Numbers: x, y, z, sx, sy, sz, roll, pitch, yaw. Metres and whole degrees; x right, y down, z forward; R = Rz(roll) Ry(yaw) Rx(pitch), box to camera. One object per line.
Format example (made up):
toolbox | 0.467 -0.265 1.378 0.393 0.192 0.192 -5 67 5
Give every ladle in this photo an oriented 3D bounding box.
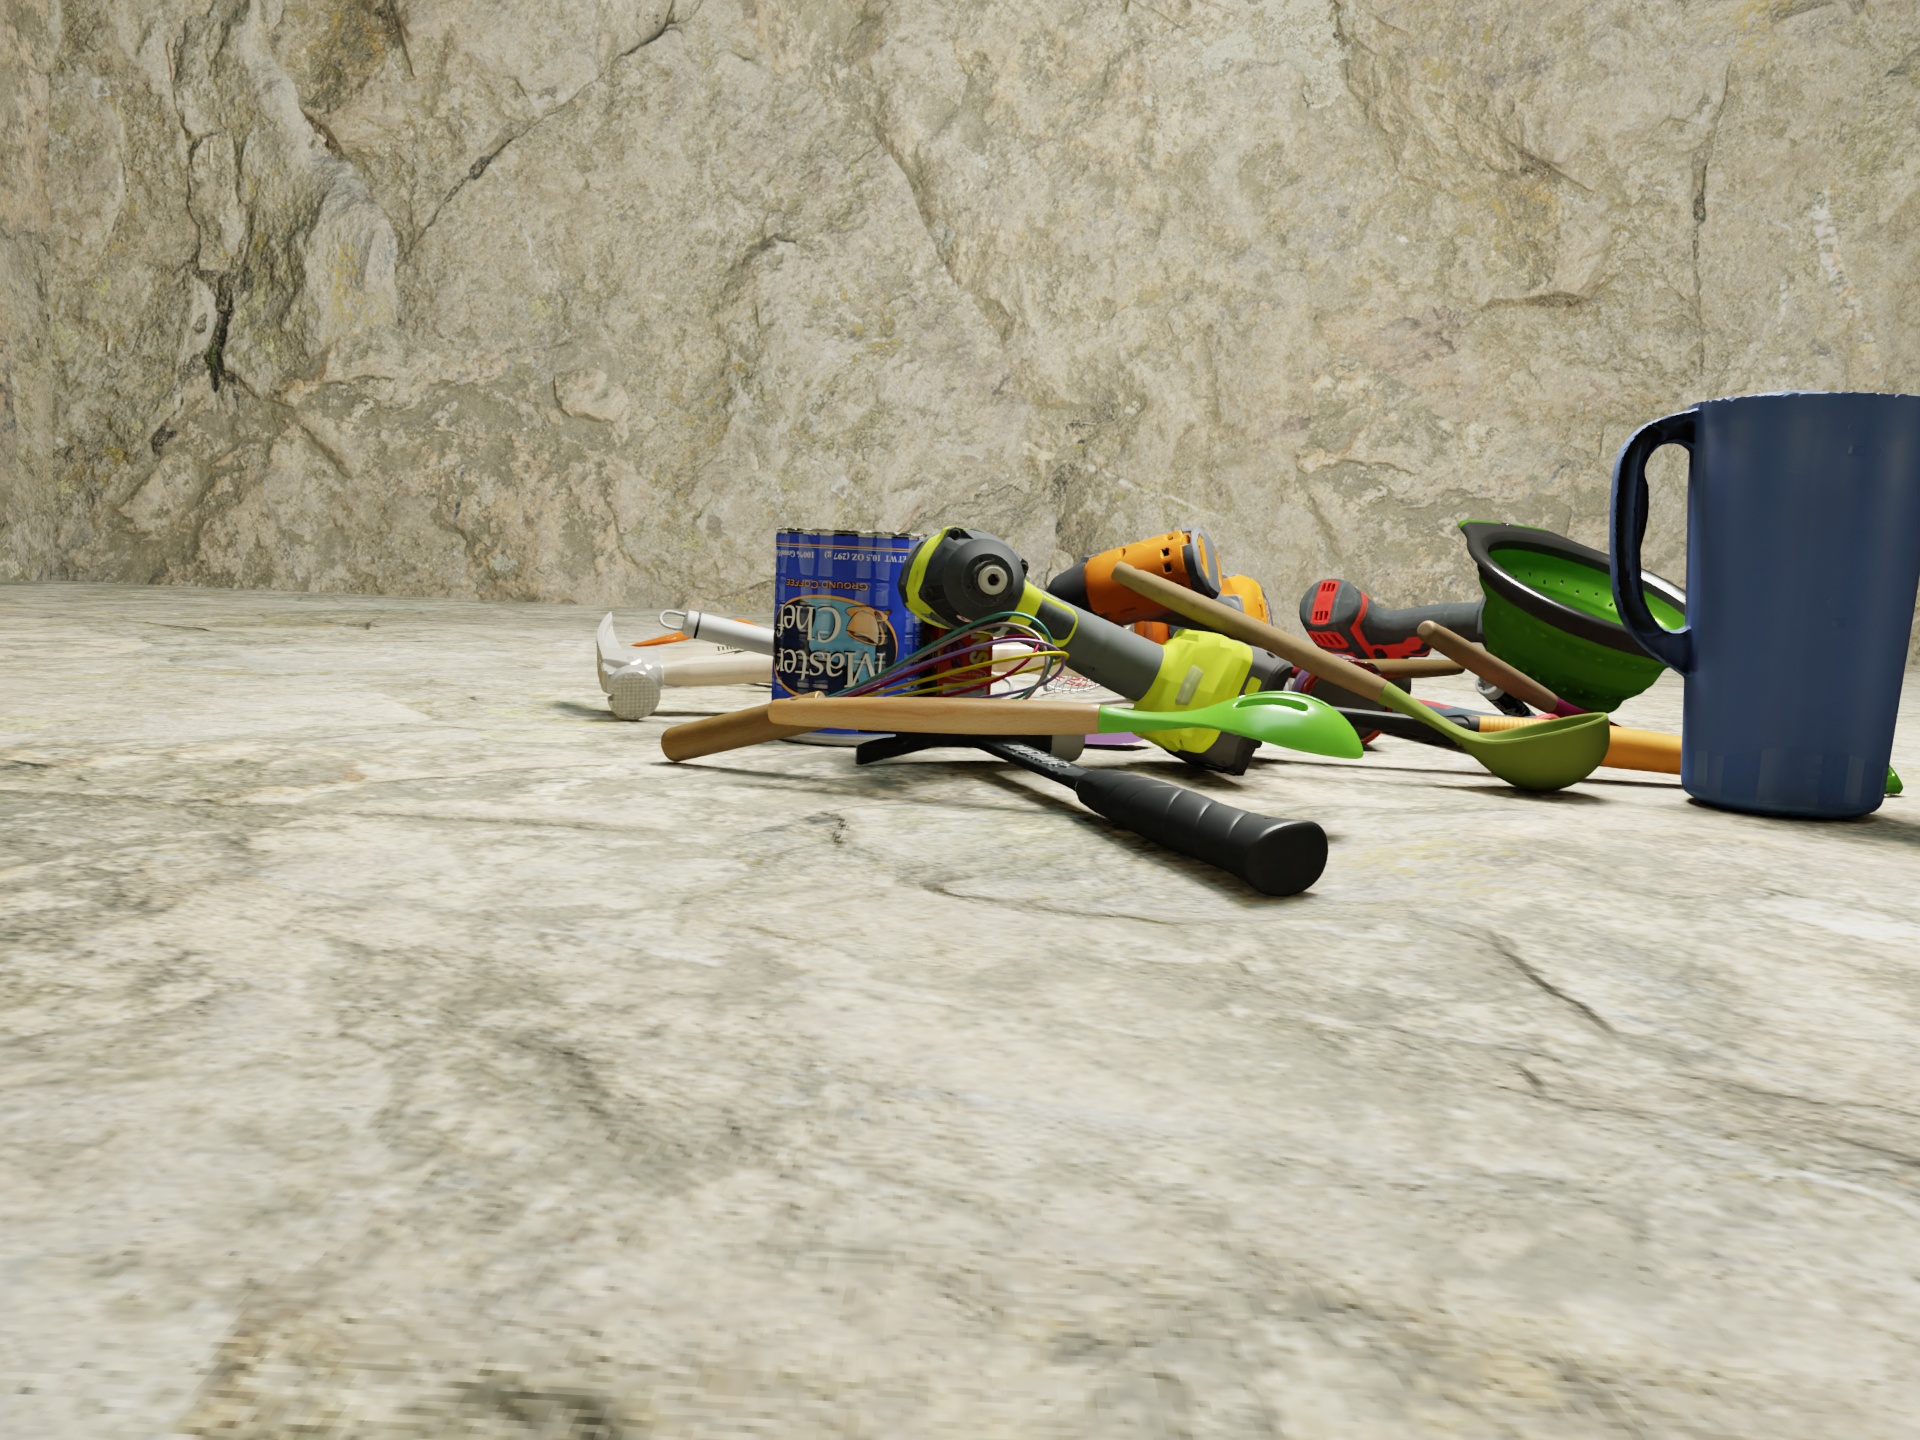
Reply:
ladle | 0.244 -0.040 0.994 0.320 0.062 0.078 26 12 14
ladle | 0.300 -0.041 1.300 0.315 0.031 0.069 -2 5 -31

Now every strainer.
strainer | -0.090 -0.046 1.152 0.258 0.087 0.050 13 -20 -12

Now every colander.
colander | 0.513 -0.027 1.189 0.204 0.094 0.398 2 30 -27

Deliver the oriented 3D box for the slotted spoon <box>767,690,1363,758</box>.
slotted spoon | 0.047 -0.001 0.820 0.314 0.031 0.070 1 9 17

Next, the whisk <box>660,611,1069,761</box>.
whisk | -0.058 -0.012 0.886 0.245 0.051 0.047 -13 20 17

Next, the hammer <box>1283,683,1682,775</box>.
hammer | 0.351 0.011 1.054 0.337 0.034 0.127 7 -8 10

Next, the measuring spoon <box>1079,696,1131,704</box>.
measuring spoon | 0.167 -0.014 1.402 0.124 0.018 0.034 -4 6 0

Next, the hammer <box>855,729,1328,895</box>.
hammer | 0.061 0.030 0.803 0.149 0.036 0.409 0 7 -18

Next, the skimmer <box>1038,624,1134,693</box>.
skimmer | 0.001 -0.080 1.467 0.363 0.090 0.127 4 -34 -17

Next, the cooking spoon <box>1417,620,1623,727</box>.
cooking spoon | 0.407 -0.019 1.132 0.318 0.017 0.069 20 3 -43

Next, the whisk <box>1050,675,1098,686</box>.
whisk | 0.194 -0.052 1.577 0.296 0.073 0.073 14 11 34

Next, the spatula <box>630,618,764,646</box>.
spatula | -0.141 -0.058 1.470 0.322 0.041 0.081 11 -7 -32

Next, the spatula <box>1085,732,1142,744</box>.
spatula | -0.002 -0.004 1.186 0.316 0.018 0.059 8 16 37

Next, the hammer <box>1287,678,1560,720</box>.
hammer | 0.343 -0.007 1.271 0.143 0.038 0.386 0 6 -12

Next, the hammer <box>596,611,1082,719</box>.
hammer | -0.074 -0.052 1.242 0.410 0.038 0.146 -3 23 -18

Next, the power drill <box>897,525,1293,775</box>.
power drill | 0.076 -0.048 0.957 0.223 0.080 0.171 25 0 -11

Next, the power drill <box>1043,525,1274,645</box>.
power drill | 0.168 -0.093 1.370 0.164 0.084 0.226 -14 -17 25

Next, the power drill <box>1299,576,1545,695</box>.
power drill | 0.442 -0.065 1.455 0.227 0.080 0.187 3 -24 39
